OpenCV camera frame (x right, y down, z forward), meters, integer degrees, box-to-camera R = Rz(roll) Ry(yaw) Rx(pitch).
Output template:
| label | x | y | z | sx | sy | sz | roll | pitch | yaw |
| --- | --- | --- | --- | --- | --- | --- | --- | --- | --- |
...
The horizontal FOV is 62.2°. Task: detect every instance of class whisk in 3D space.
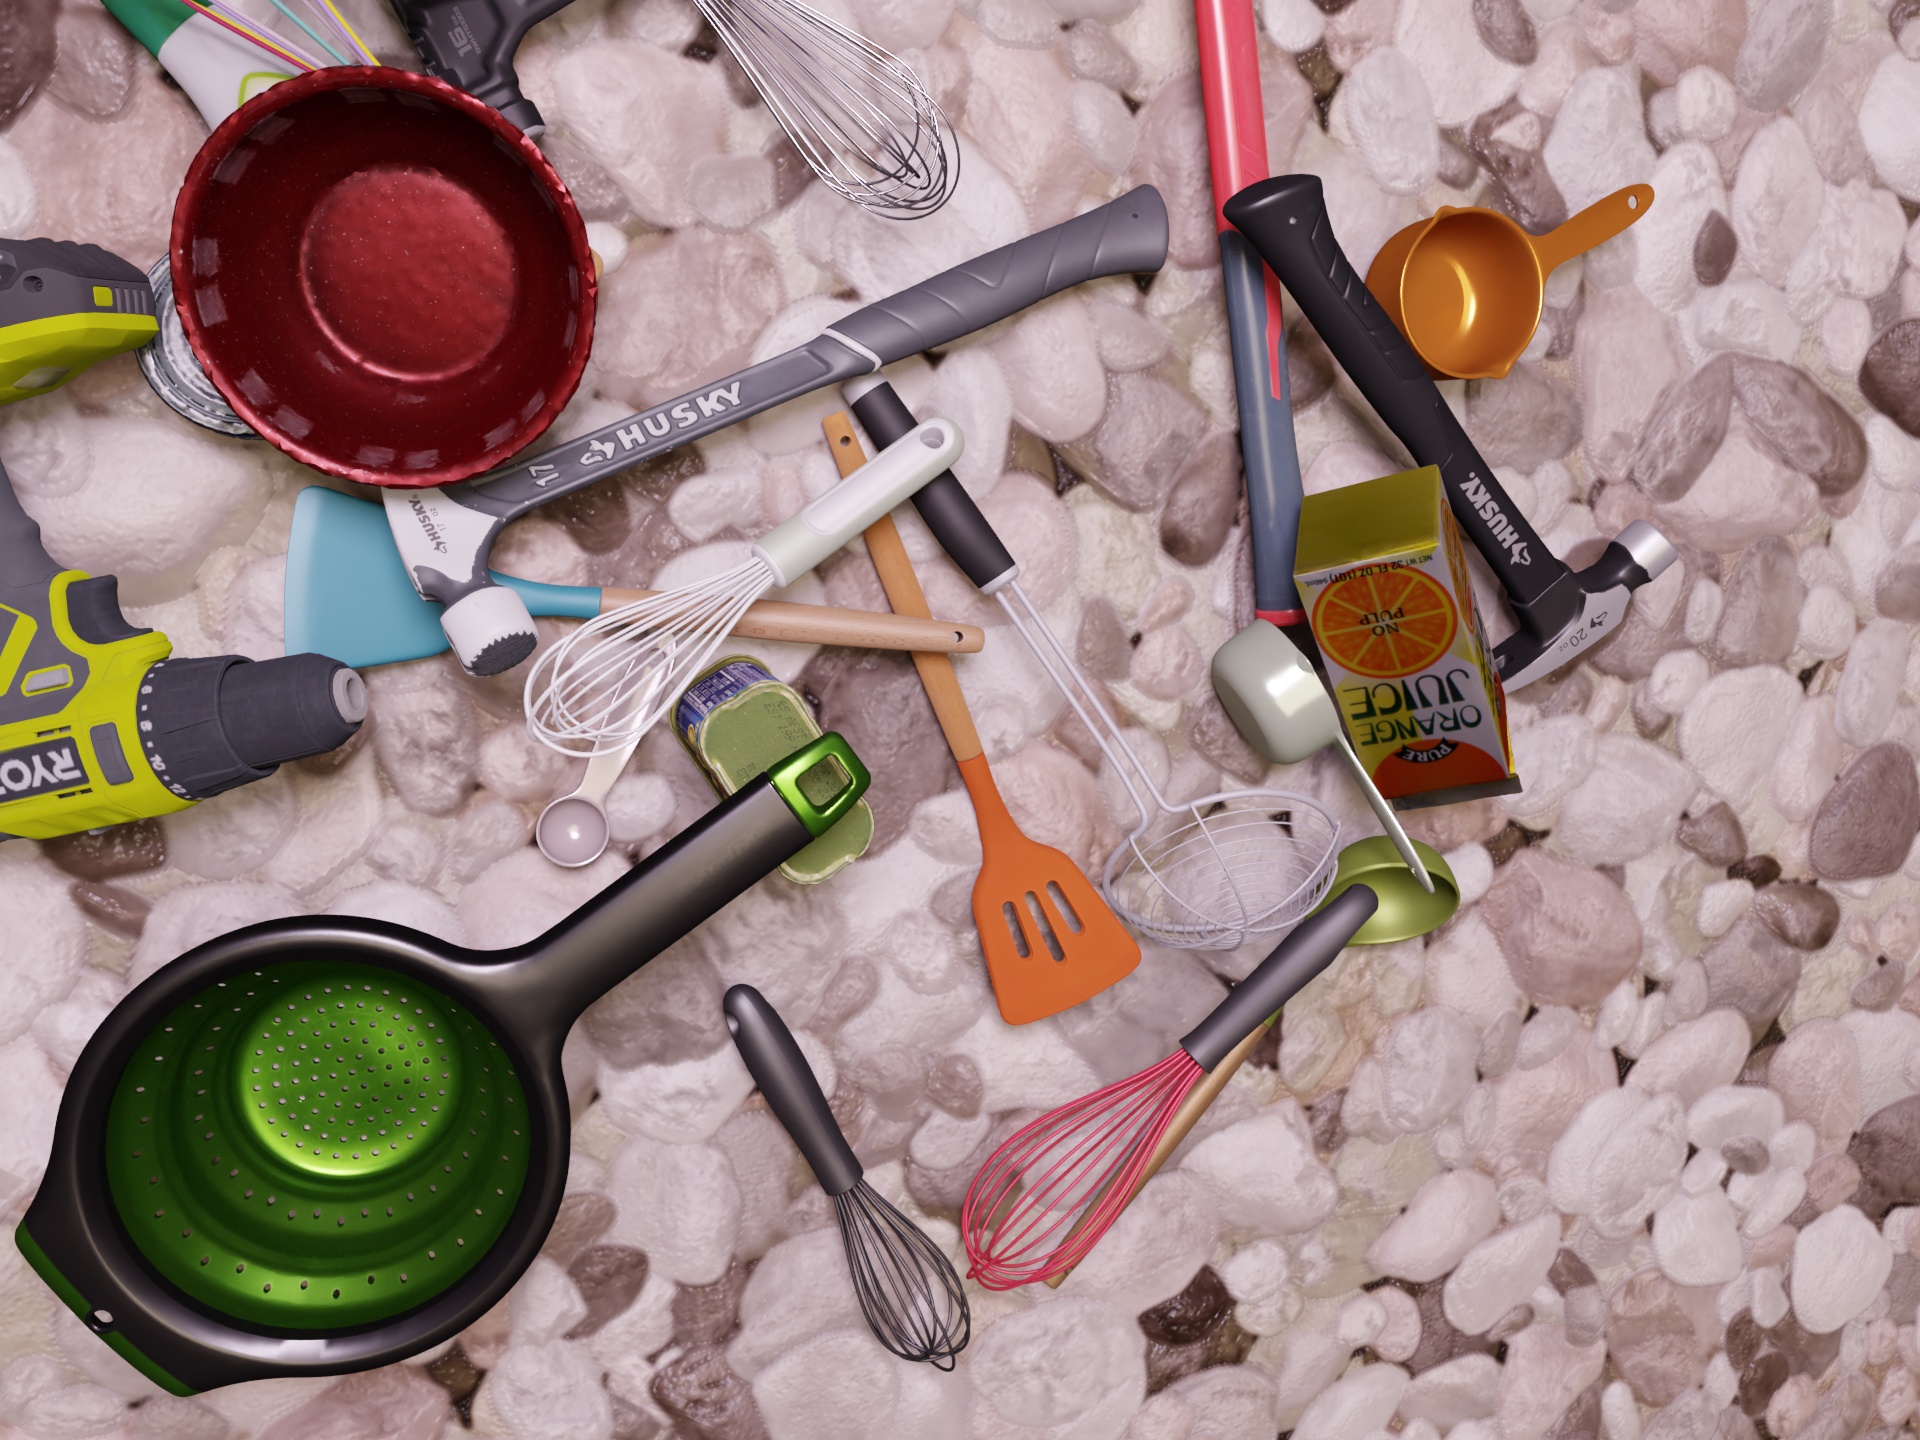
| label | x | y | z | sx | sy | sz | roll | pitch | yaw |
| --- | --- | --- | --- | --- | --- | --- | --- | --- | --- |
| whisk | -0.094 | -0.066 | 0.721 | 0.246 | 0.059 | 0.058 | -39 | 74 | -16 |
| whisk | -0.060 | 0.237 | 0.817 | 0.055 | 0.055 | 0.239 | -30 | 102 | -12 |
| whisk | -0.249 | -0.262 | 0.654 | 0.244 | 0.051 | 0.047 | 39 | 81 | -32 |
| whisk | 0.109 | 0.190 | 0.837 | 0.296 | 0.073 | 0.073 | -44 | 108 | 1 |
| whisk | -0.112 | -0.333 | 0.712 | 0.284 | 0.070 | 0.070 | 40 | 85 | -14 |

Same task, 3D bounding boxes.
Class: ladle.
| label | x | y | z | sx | sy | sz | roll | pitch | yaw |
| --- | --- | --- | --- | --- | --- | --- | --- | --- | --- |
| ladle | 0.155 | 0.192 | 0.876 | 0.320 | 0.062 | 0.078 | -50 | 127 | -2 |

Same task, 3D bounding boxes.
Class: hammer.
| label | x | y | z | sx | sy | sz | roll | pitch | yaw |
| --- | --- | --- | --- | --- | --- | --- | --- | --- | --- |
| hammer | 0.238 | -0.144 | 0.821 | 0.146 | 0.035 | 0.334 | -42 | 118 | 7 |
| hammer | -0.088 | -0.366 | 0.655 | 0.337 | 0.034 | 0.127 | -24 | 106 | 12 |
| hammer | 0.135 | -0.233 | 0.793 | 0.143 | 0.038 | 0.386 | -23 | 110 | -44 |
| hammer | -0.072 | -0.168 | 0.741 | 0.409 | 0.036 | 0.149 | -28 | 74 | -19 |

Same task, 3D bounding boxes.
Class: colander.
| label | x | y | z | sx | sy | sz | roll | pitch | yaw |
| --- | --- | --- | --- | --- | --- | --- | --- | --- | --- |
| colander | -0.212 | 0.126 | 0.712 | 0.397 | 0.094 | 0.204 | -36 | 106 | -4 |

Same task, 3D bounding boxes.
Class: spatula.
| label | x | y | z | sx | sy | sz | roll | pitch | yaw |
| --- | --- | --- | --- | --- | --- | --- | --- | --- | --- |
| spatula | -0.141 | -0.050 | 0.740 | 0.317 | 0.044 | 0.082 | 4 | 90 | -12 |
| spatula | -0.001 | -0.003 | 0.803 | 0.081 | 0.041 | 0.322 | -24 | 103 | -8 |

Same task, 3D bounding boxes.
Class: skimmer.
| label | x | y | z | sx | sy | sz | roll | pitch | yaw |
| --- | --- | --- | --- | --- | --- | --- | --- | --- | --- |
| skimmer | 0.062 | -0.029 | 0.819 | 0.127 | 0.090 | 0.363 | -33 | 96 | 25 |

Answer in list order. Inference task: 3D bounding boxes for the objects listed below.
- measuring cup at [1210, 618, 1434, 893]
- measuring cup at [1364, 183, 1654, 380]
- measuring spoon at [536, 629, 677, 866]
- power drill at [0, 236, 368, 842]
| label | x | y | z | sx | sy | sz | roll | pitch | yaw |
| --- | --- | --- | --- | --- | --- | --- | --- | --- | --- |
| measuring cup | 0.185 | 0.025 | 0.827 | 0.038 | 0.083 | 0.168 | -31 | 78 | -3 |
| measuring cup | 0.294 | -0.246 | 0.859 | 0.173 | 0.052 | 0.095 | -30 | 106 | -14 |
| measuring spoon | -0.168 | 0.012 | 0.768 | 0.034 | 0.018 | 0.124 | 27 | 82 | -19 |
| power drill | -0.355 | -0.068 | 0.637 | 0.190 | 0.080 | 0.228 | -12 | 102 | 6 |
